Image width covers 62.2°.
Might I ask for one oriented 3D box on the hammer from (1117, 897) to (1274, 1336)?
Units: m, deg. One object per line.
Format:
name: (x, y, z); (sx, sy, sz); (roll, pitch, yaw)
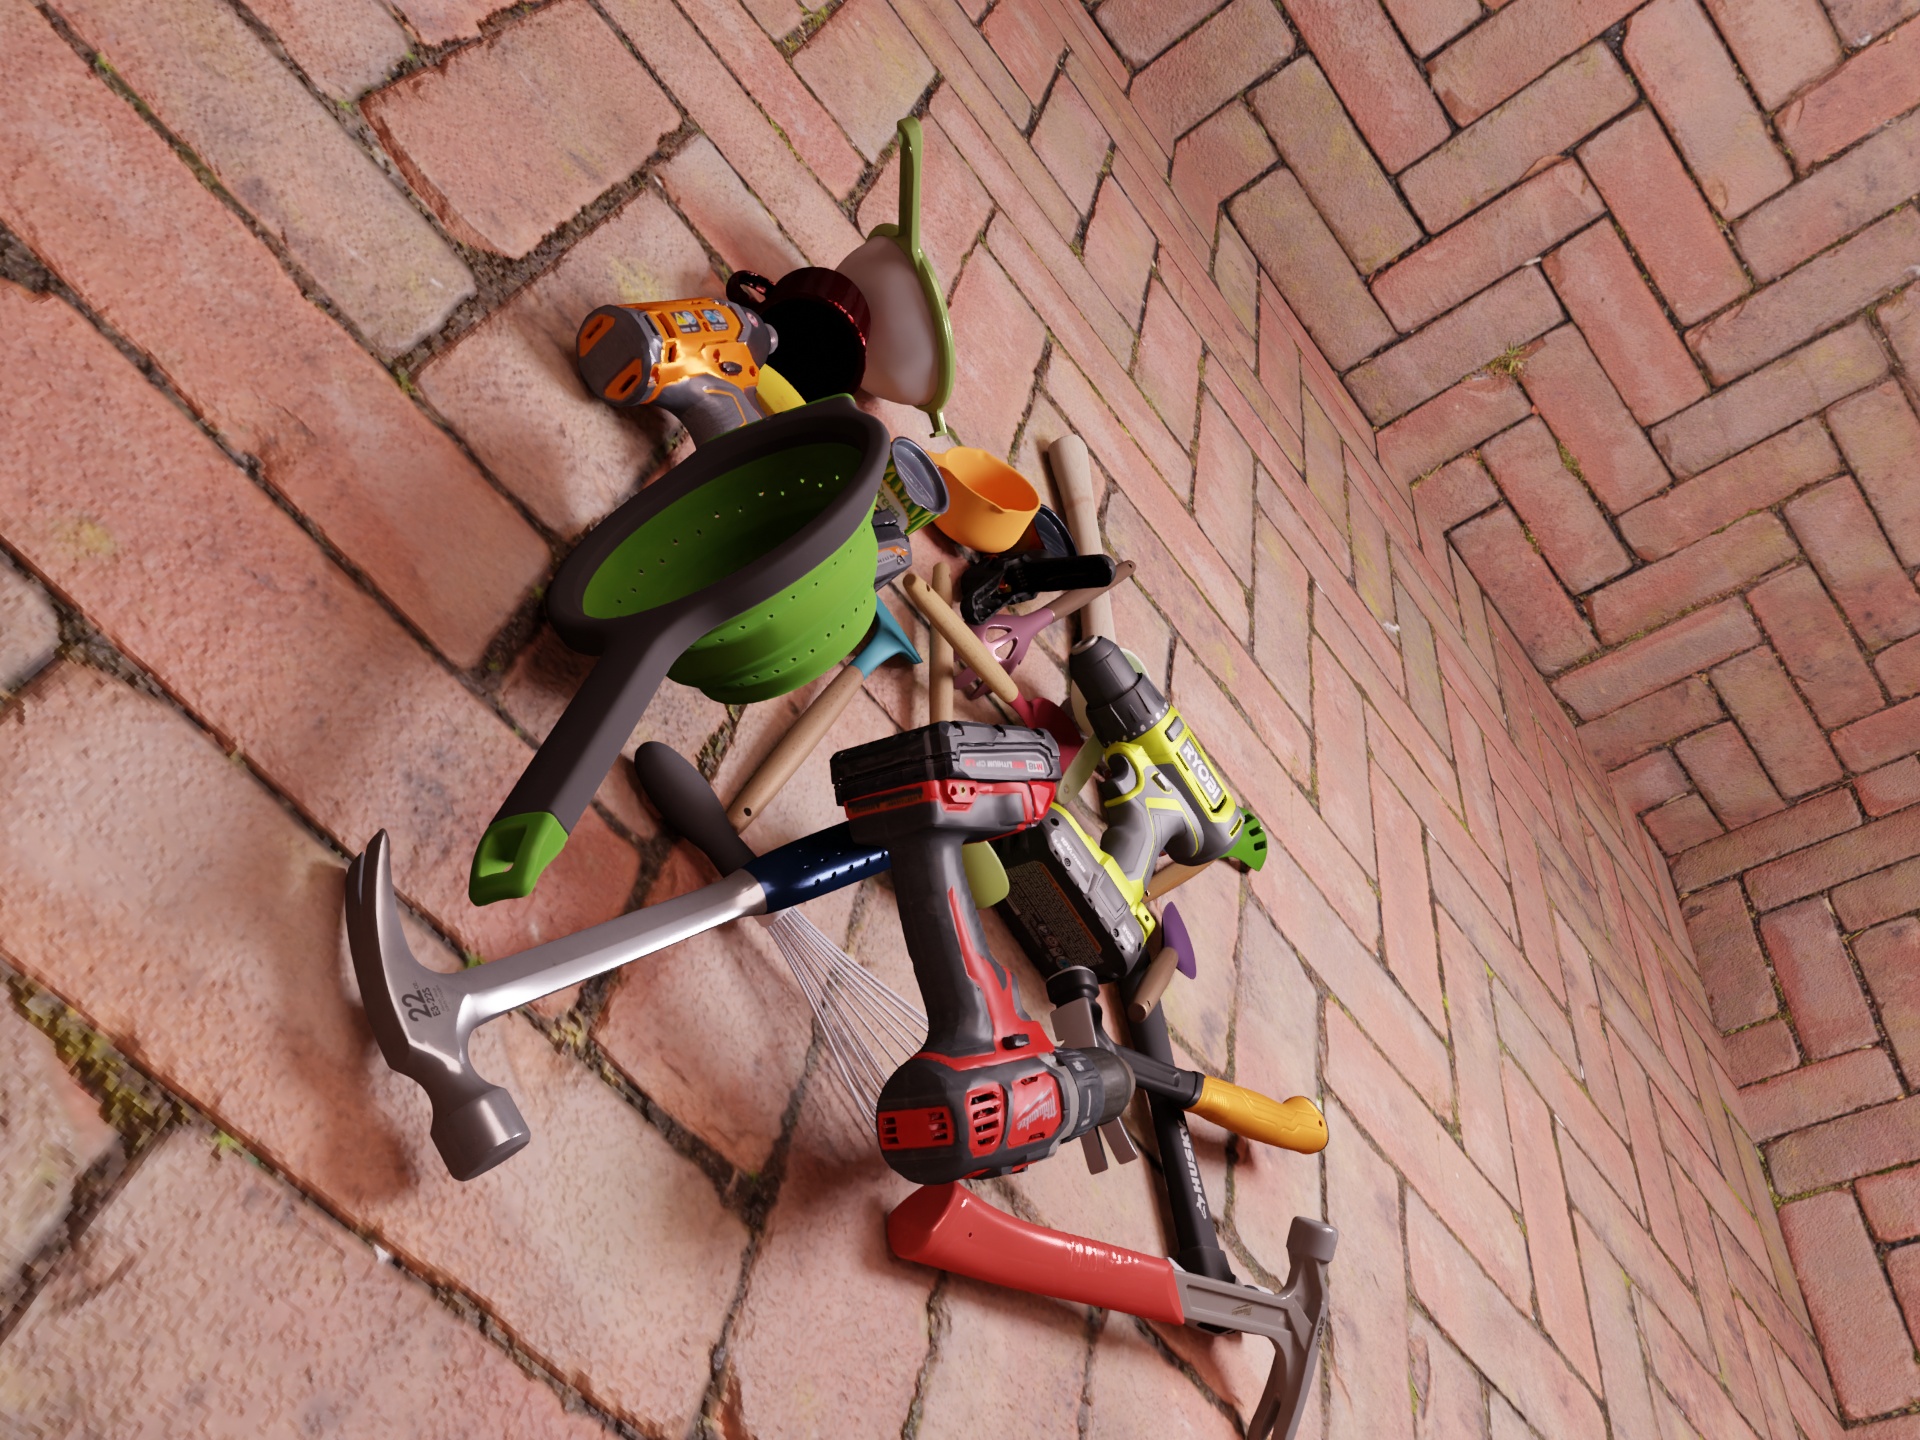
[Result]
hammer: (0.139, 0.256, 1.123); (0.146, 0.035, 0.335); (30, 40, -45)

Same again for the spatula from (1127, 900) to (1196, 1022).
spatula: (0.146, 0.175, 1.130); (0.060, 0.018, 0.316); (67, 13, 4)

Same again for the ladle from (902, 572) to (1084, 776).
ladle: (0.027, -0.029, 1.142); (0.315, 0.031, 0.069); (45, 32, -57)

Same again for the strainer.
strainer: (-0.063, -0.337, 1.206); (0.152, 0.069, 0.256); (58, -20, 29)

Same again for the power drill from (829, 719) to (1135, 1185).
power drill: (0.021, 0.121, 0.842); (0.187, 0.080, 0.227); (6, 72, -53)

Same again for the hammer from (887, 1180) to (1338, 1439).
hammer: (0.098, 0.341, 0.938); (0.358, 0.037, 0.149); (27, 75, -36)

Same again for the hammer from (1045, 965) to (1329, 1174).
hammer: (0.172, 0.266, 1.094); (0.336, 0.034, 0.127); (30, 39, -47)

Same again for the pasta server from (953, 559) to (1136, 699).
pasta server: (0.075, -0.089, 1.307); (0.060, 0.040, 0.316); (59, 33, -2)

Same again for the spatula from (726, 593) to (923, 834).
spatula: (-0.085, -0.011, 1.020); (0.082, 0.044, 0.318); (55, 32, -14)

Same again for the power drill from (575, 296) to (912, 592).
power drill: (-0.129, -0.173, 1.026); (0.226, 0.084, 0.164); (58, 34, 2)

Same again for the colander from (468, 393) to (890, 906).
colander: (-0.129, -0.025, 0.798); (0.094, 0.204, 0.397); (62, 28, -30)

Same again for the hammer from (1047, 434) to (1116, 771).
hammer: (0.127, -0.112, 1.456); (0.146, 0.038, 0.411); (39, 34, -38)

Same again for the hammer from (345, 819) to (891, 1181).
hammer: (-0.114, 0.082, 0.789); (0.405, 0.035, 0.144); (-17, 71, -53)

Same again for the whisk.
whisk: (-0.083, 0.124, 0.862); (0.284, 0.070, 0.070); (52, 28, -6)

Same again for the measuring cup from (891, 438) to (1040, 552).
measuring cup: (-0.022, -0.186, 1.273); (0.173, 0.052, 0.095); (15, 34, -23)

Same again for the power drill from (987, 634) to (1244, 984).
power drill: (0.105, 0.061, 1.141); (0.190, 0.080, 0.228); (56, 43, -13)

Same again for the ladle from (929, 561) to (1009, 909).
ladle: (-0.002, -0.004, 1.104); (0.078, 0.062, 0.320); (75, 11, -45)

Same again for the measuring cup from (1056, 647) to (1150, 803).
measuring cup: (0.099, 0.011, 1.234); (0.083, 0.038, 0.168); (57, 45, -22)

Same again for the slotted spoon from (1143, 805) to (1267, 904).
slotted spoon: (0.210, 0.122, 1.382); (0.313, 0.031, 0.070); (-15, 77, -60)
